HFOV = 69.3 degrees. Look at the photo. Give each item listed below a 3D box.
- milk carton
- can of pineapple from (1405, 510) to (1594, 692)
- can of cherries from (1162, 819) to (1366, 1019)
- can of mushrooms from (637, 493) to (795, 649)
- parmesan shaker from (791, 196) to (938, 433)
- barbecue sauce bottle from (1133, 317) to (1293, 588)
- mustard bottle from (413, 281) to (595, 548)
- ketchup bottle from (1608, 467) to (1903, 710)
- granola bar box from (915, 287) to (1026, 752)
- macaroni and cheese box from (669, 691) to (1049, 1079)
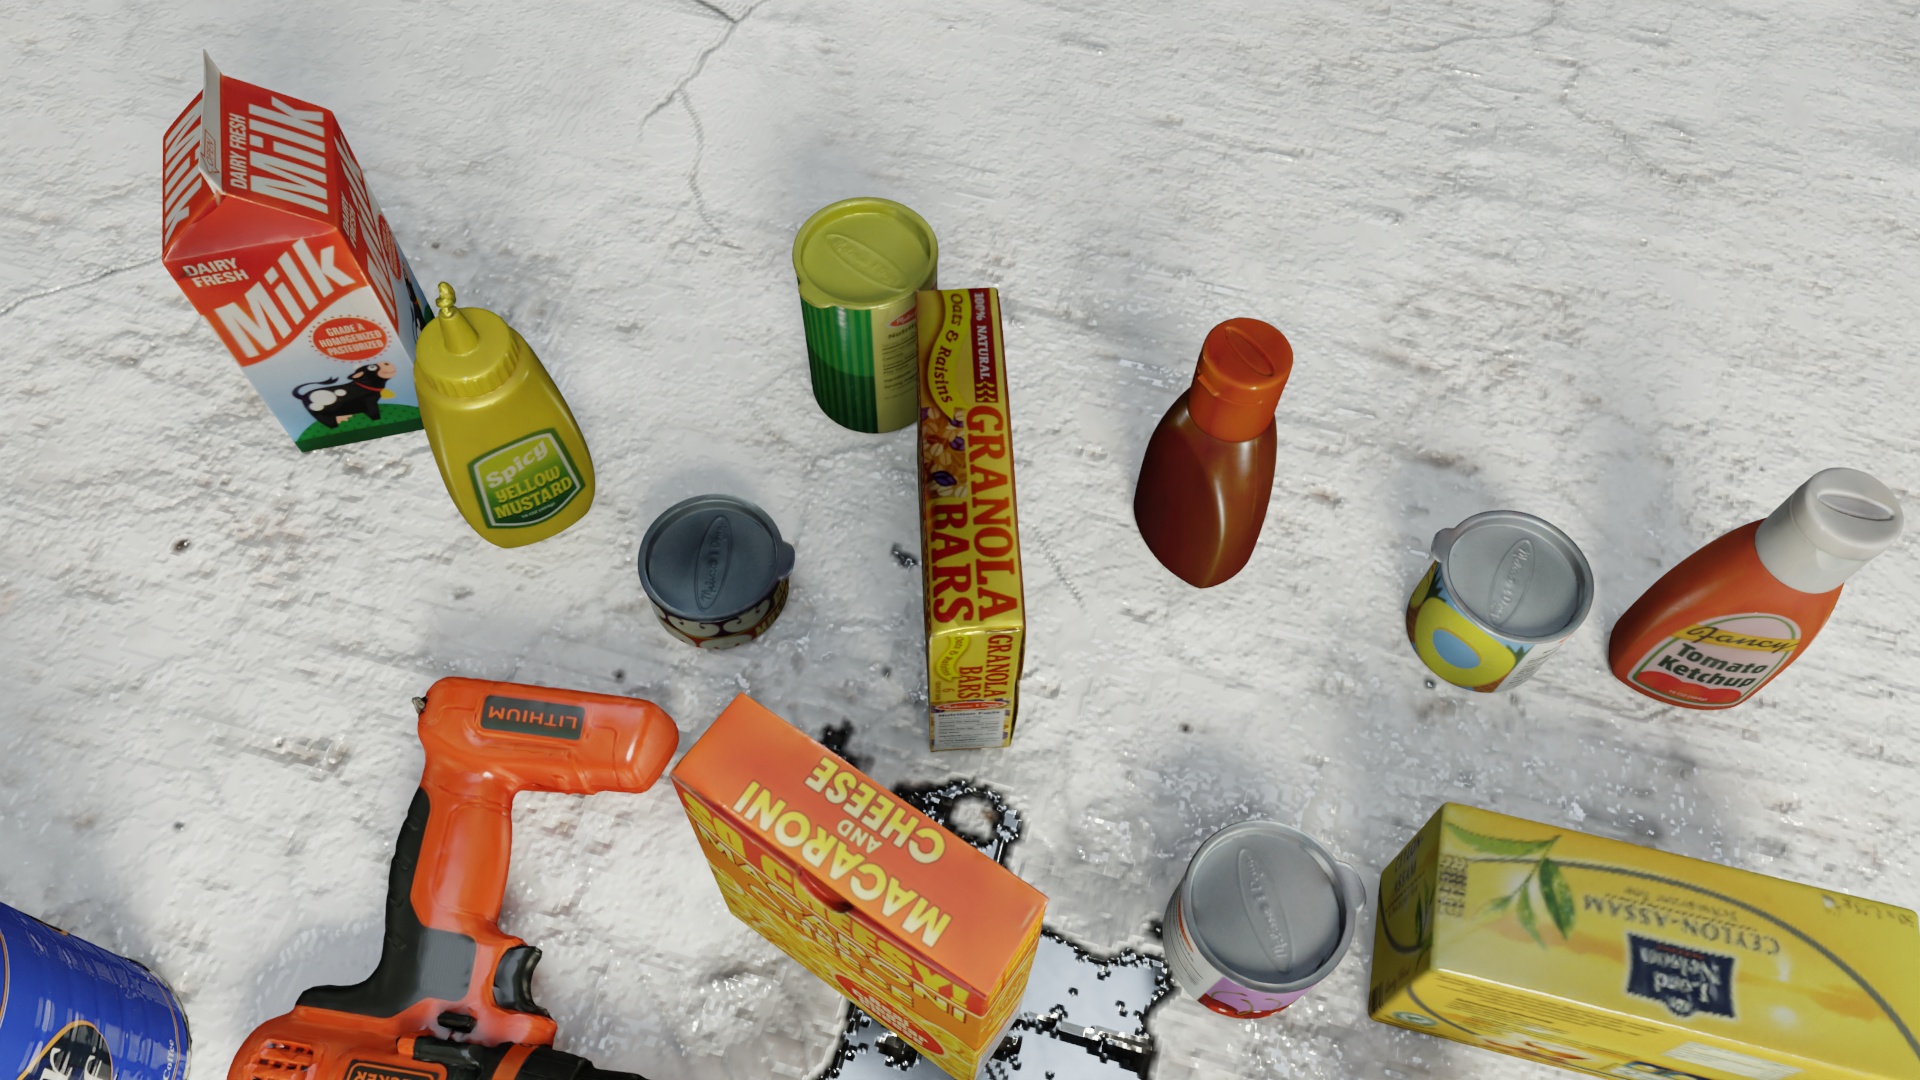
[{"bbox_3d":[-0.299,-0.124,0.627,0.073,0.189,0.072,-13,61,-8],"label":"milk carton"},{"bbox_3d":[0.240,0.027,0.628,0.071,0.057,0.071,1,60,-1],"label":"can of pineapple"},{"bbox_3d":[0.119,0.152,0.553,0.071,0.058,0.072,1,60,-1],"label":"can of cherries"},{"bbox_3d":[-0.111,0.015,0.641,0.071,0.033,0.071,1,60,-1],"label":"can of mushrooms"},{"bbox_3d":[-0.046,-0.105,0.672,0.071,0.102,0.071,1,60,-1],"label":"parmesan shaker"},{"bbox_3d":[0.112,-0.038,0.611,0.044,0.147,0.065,-28,65,-16],"label":"barbecue sauce bottle"},{"bbox_3d":[-0.205,-0.055,0.607,0.065,0.159,0.049,-27,65,-16],"label":"mustard bottle"},{"bbox_3d":[0.332,0.022,0.581,0.065,0.148,0.044,14,61,7],"label":"ketchup bottle"},{"bbox_3d":[0.002,-0.008,0.605,0.039,0.123,0.166,-2,60,-2],"label":"granola bar box"},{"bbox_3d":[-0.034,0.133,0.499,0.124,0.165,0.040,31,64,15],"label":"macaroni and cheese box"}]
